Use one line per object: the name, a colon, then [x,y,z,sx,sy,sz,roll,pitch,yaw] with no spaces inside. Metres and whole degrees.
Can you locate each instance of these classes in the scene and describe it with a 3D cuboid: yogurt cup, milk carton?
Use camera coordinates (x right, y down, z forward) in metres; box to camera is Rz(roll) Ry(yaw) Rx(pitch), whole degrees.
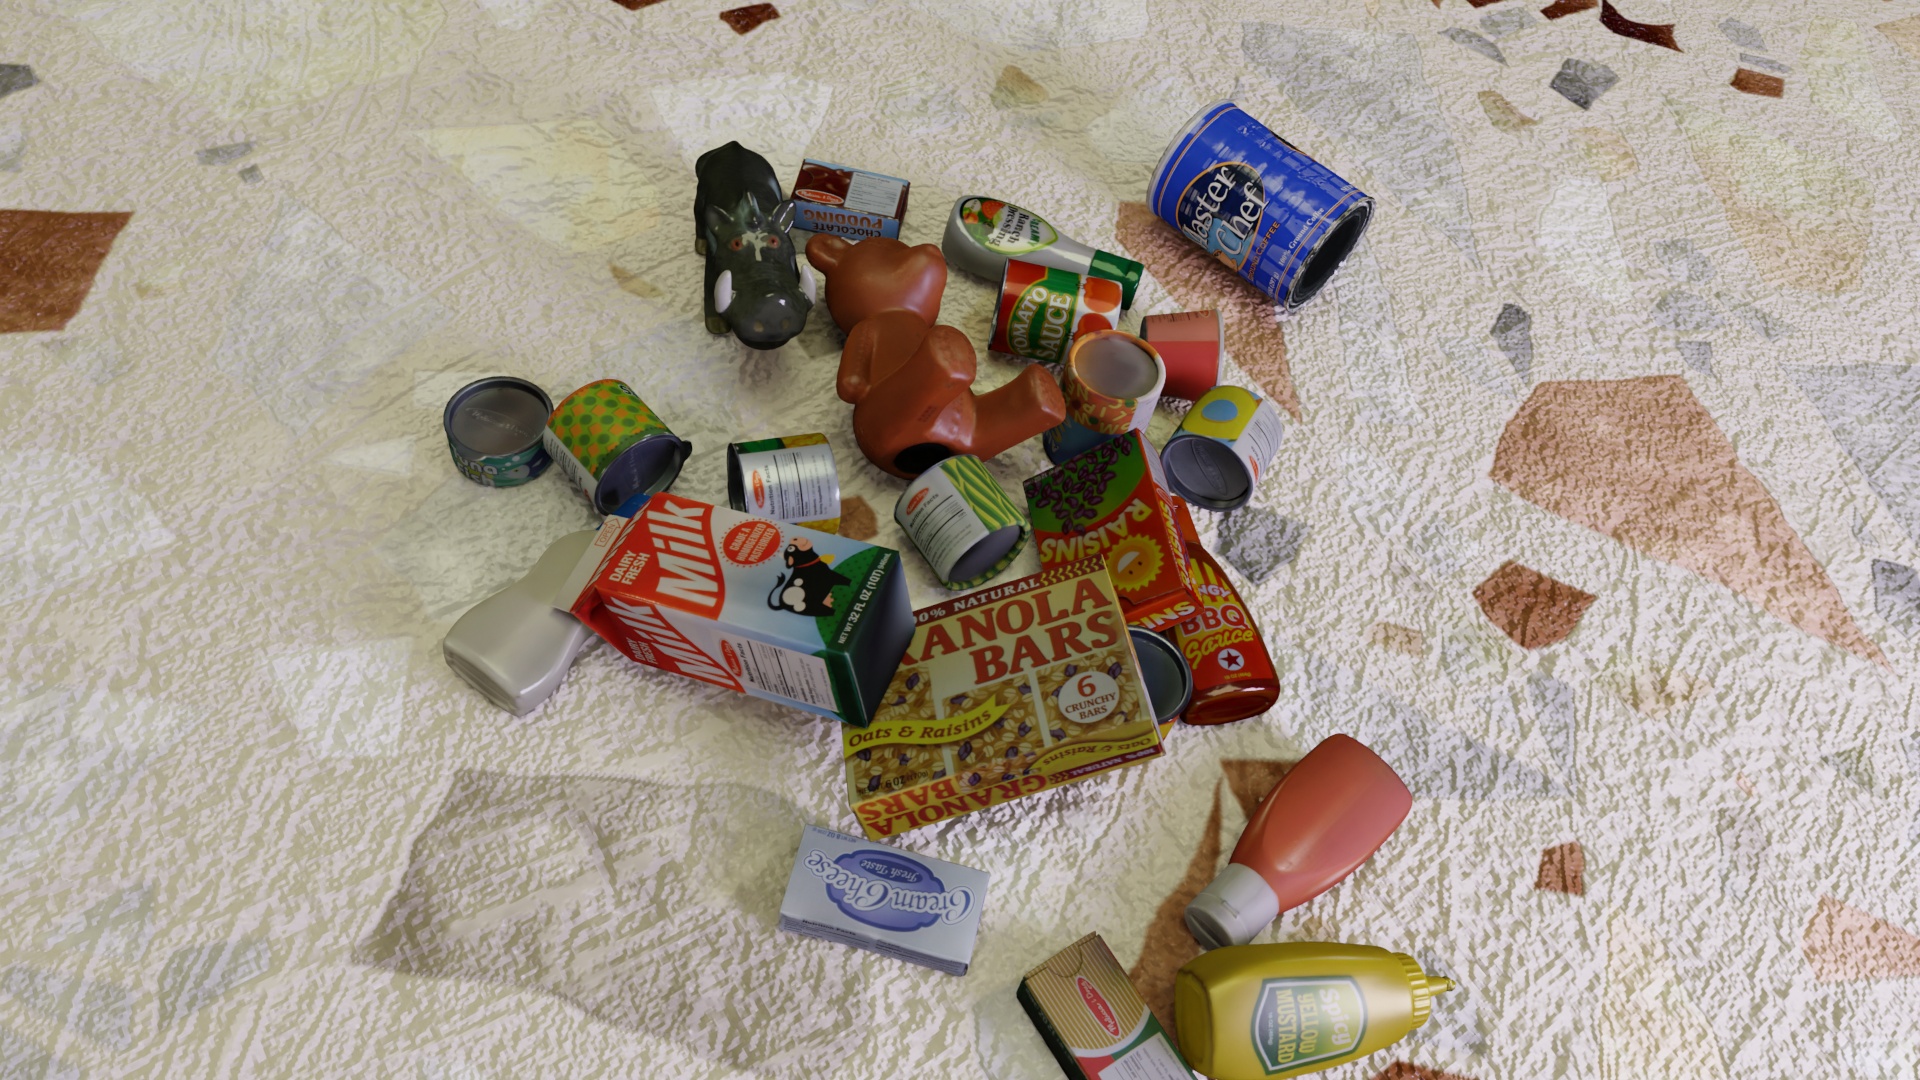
yogurt cup: [0.154,-0.130,0.980,0.054,0.072,0.073,2,54,1]
milk carton: [-0.128,0.032,0.763,0.191,0.073,0.073,13,53,17]

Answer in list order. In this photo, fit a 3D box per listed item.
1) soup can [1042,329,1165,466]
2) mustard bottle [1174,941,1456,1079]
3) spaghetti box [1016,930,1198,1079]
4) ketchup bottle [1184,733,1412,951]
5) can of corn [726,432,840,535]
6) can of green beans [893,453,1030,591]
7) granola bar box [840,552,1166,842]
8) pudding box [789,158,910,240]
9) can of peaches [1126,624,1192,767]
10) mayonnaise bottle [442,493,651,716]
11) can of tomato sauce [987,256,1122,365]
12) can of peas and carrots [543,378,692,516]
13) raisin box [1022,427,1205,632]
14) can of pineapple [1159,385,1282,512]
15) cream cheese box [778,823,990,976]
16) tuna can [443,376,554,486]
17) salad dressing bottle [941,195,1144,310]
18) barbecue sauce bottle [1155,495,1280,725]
soup can: [0.092,-0.090,0.927,0.071,0.083,0.072,5,54,-6]
mustard bottle: [0.192,0.239,0.722,0.160,0.049,0.065,-3,91,-17]
spaghetti box: [0.116,0.312,0.676,0.050,0.028,0.251,-24,62,-24]
ketchup bottle: [0.187,0.173,0.779,0.149,0.043,0.065,-34,66,-29]
can of corn: [-0.110,-0.031,0.861,0.058,0.070,0.071,-8,57,-17]
can of green beans: [0.001,-0.011,0.864,0.071,0.071,0.058,-25,63,-25]
granola bar box: [0.016,0.083,0.764,0.165,0.039,0.125,-17,43,5]
pudding box: [-0.083,-0.255,1.046,0.084,0.030,0.050,11,55,-2]
can of peaches: [0.093,0.092,0.812,0.071,0.057,0.071,5,55,-7]
mayonnaise bottle: [-0.226,0.031,0.808,0.065,0.041,0.149,36,55,7]
can of tomato sauce: [0.066,-0.158,0.980,0.083,0.070,0.071,12,54,-3]
can of peas and carrots: [-0.212,-0.059,0.859,0.071,0.070,0.059,-34,66,-29]
raisin box: [0.093,0.002,0.862,0.086,0.040,0.124,-24,54,20]
can of pineapple: [0.174,-0.062,0.933,0.071,0.070,0.058,30,55,11]
cream cheese box: [-0.040,0.191,0.737,0.104,0.024,0.053,15,55,0]
tuna can: [-0.289,-0.066,0.871,0.071,0.032,0.071,5,54,-7]
salad dressing bottle: [0.062,-0.211,1.032,0.148,0.043,0.064,19,55,4]
barbecue sauce bottle: [0.146,0.041,0.867,0.065,0.043,0.149,-7,56,-13]
